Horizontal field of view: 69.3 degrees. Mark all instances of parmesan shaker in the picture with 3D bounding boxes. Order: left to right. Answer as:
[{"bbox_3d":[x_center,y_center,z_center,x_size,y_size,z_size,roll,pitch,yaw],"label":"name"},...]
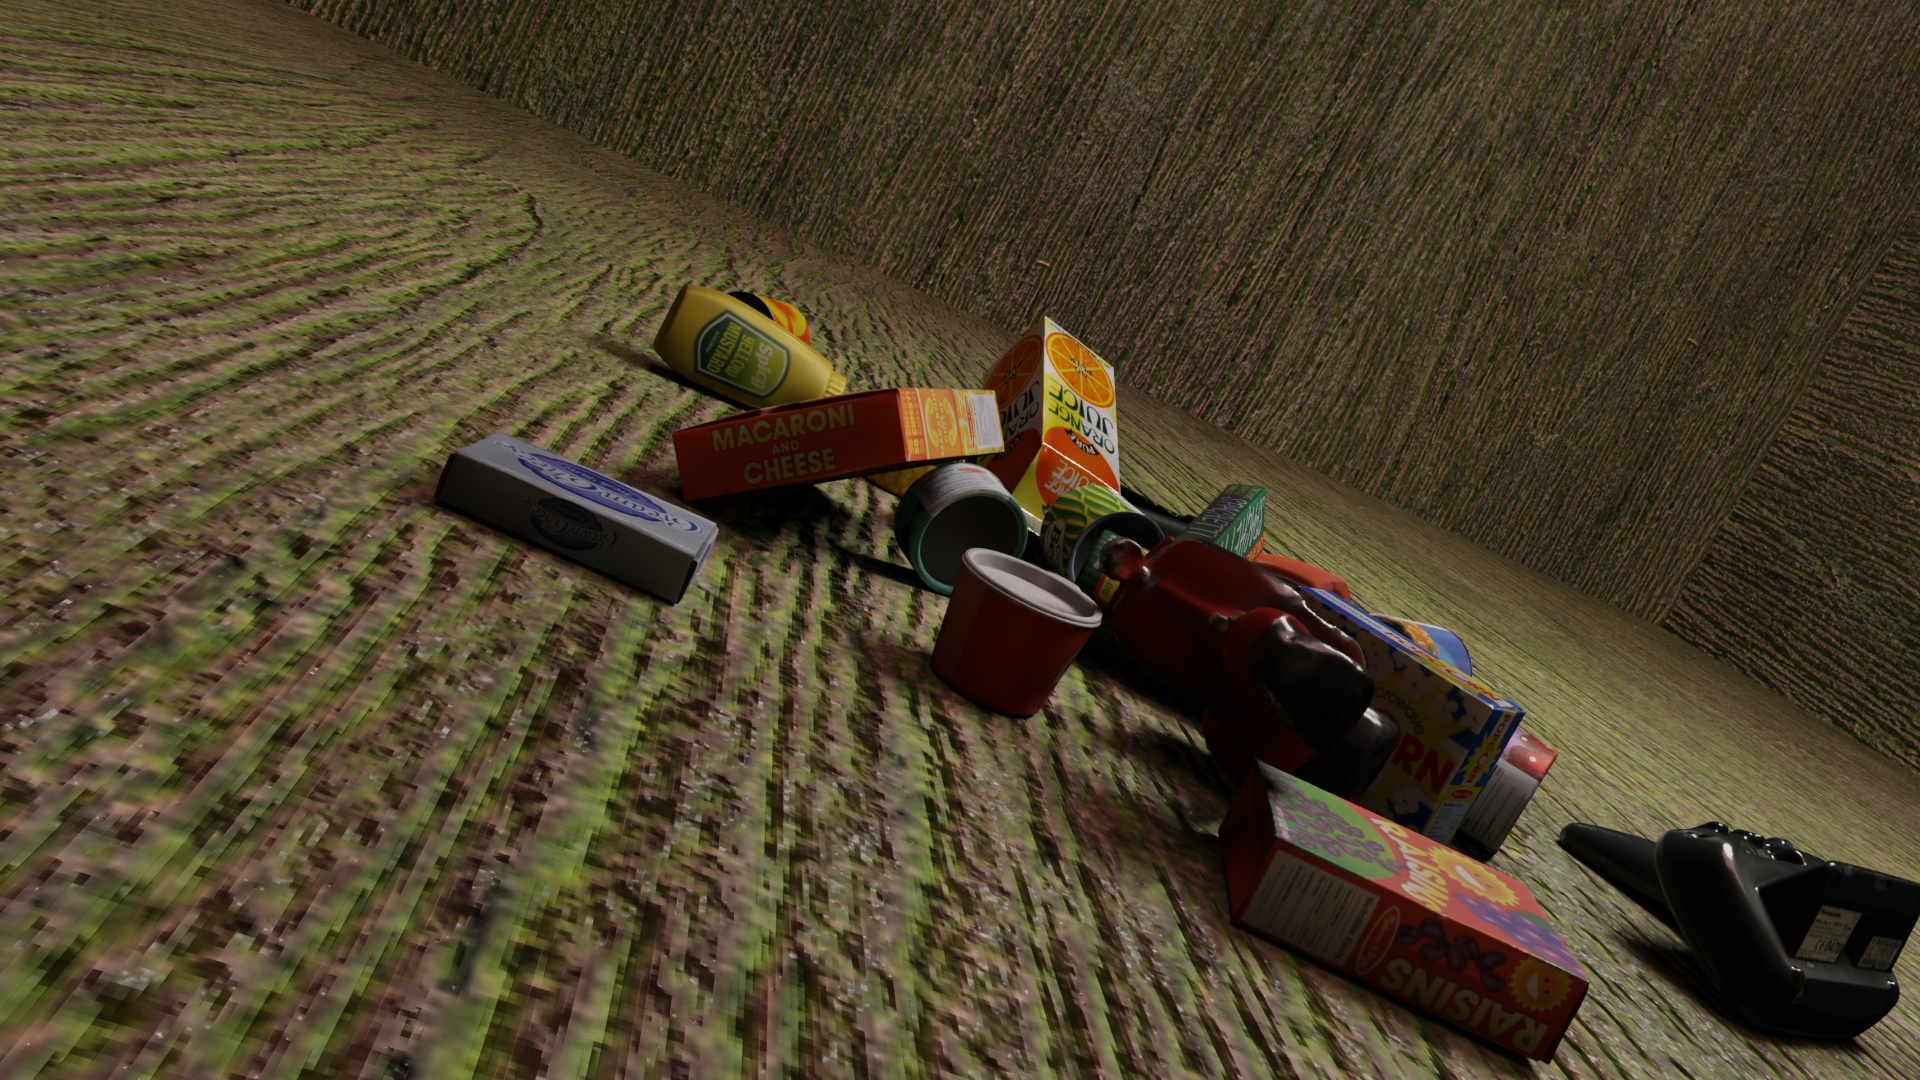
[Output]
[{"bbox_3d":[0.108,0.047,0.749,0.103,0.071,0.071,27,12,7],"label":"parmesan shaker"}]

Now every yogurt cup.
[{"bbox_3d":[0.022,0.042,0.620,0.072,0.053,0.072,24,12,-5],"label":"yogurt cup"}]

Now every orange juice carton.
[{"bbox_3d":[0.061,-0.065,0.977,0.072,0.072,0.194,33,37,-24],"label":"orange juice carton"}]

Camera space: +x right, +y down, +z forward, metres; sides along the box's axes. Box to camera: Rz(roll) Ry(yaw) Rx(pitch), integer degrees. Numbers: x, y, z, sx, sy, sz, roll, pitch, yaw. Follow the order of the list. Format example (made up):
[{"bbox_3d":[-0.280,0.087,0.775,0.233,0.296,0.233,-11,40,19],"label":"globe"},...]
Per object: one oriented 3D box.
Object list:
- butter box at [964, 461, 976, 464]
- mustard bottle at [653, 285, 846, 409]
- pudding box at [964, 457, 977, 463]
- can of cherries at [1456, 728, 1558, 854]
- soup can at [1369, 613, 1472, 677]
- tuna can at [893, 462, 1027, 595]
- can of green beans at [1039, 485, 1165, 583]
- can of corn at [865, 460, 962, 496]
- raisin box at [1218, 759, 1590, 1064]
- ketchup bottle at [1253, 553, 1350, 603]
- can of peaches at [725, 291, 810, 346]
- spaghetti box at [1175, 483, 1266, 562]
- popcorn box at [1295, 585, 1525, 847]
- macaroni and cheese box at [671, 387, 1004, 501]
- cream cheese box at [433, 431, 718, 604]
[{"bbox_3d":[0.049,-0.031,1.044,0.103,0.024,0.053,12,17,-47],"label":"butter box"},{"bbox_3d":[-0.132,-0.120,0.972,0.160,0.065,0.049,25,7,-18],"label":"mustard bottle"},{"bbox_3d":[0.038,-0.068,1.097,0.050,0.030,0.083,12,-1,-16],"label":"pudding box"},{"bbox_3d":[0.279,0.125,0.748,0.058,0.071,0.071,31,13,25],"label":"can of cherries"},{"bbox_3d":[0.304,0.089,0.956,0.084,0.071,0.071,12,18,-45],"label":"soup can"},{"bbox_3d":[0.000,-0.003,0.744,0.071,0.071,0.033,18,19,-30],"label":"tuna can"},{"bbox_3d":[0.090,0.004,0.884,0.071,0.071,0.058,20,12,-22],"label":"can of green beans"},{"bbox_3d":[-0.029,-0.062,0.939,0.071,0.058,0.071,24,12,-5],"label":"can of corn"},{"bbox_3d":[0.165,0.139,0.534,0.123,0.040,0.086,24,11,2],"label":"raisin box"},{"bbox_3d":[0.217,0.037,1.014,0.043,0.064,0.149,-5,17,-29],"label":"ketchup bottle"},{"bbox_3d":[-0.153,-0.149,1.045,0.071,0.071,0.058,29,12,16],"label":"can of peaches"},{"bbox_3d":[0.160,0.013,0.899,0.029,0.050,0.251,6,17,22],"label":"spaghetti box"},{"bbox_3d":[0.211,0.090,0.720,0.038,0.085,0.127,11,19,-46],"label":"popcorn box"},{"bbox_3d":[-0.059,-0.054,0.747,0.123,0.040,0.167,-9,2,18],"label":"macaroni and cheese box"},{"bbox_3d":[-0.153,-0.011,0.566,0.104,0.024,0.053,24,13,-6],"label":"cream cheese box"}]
